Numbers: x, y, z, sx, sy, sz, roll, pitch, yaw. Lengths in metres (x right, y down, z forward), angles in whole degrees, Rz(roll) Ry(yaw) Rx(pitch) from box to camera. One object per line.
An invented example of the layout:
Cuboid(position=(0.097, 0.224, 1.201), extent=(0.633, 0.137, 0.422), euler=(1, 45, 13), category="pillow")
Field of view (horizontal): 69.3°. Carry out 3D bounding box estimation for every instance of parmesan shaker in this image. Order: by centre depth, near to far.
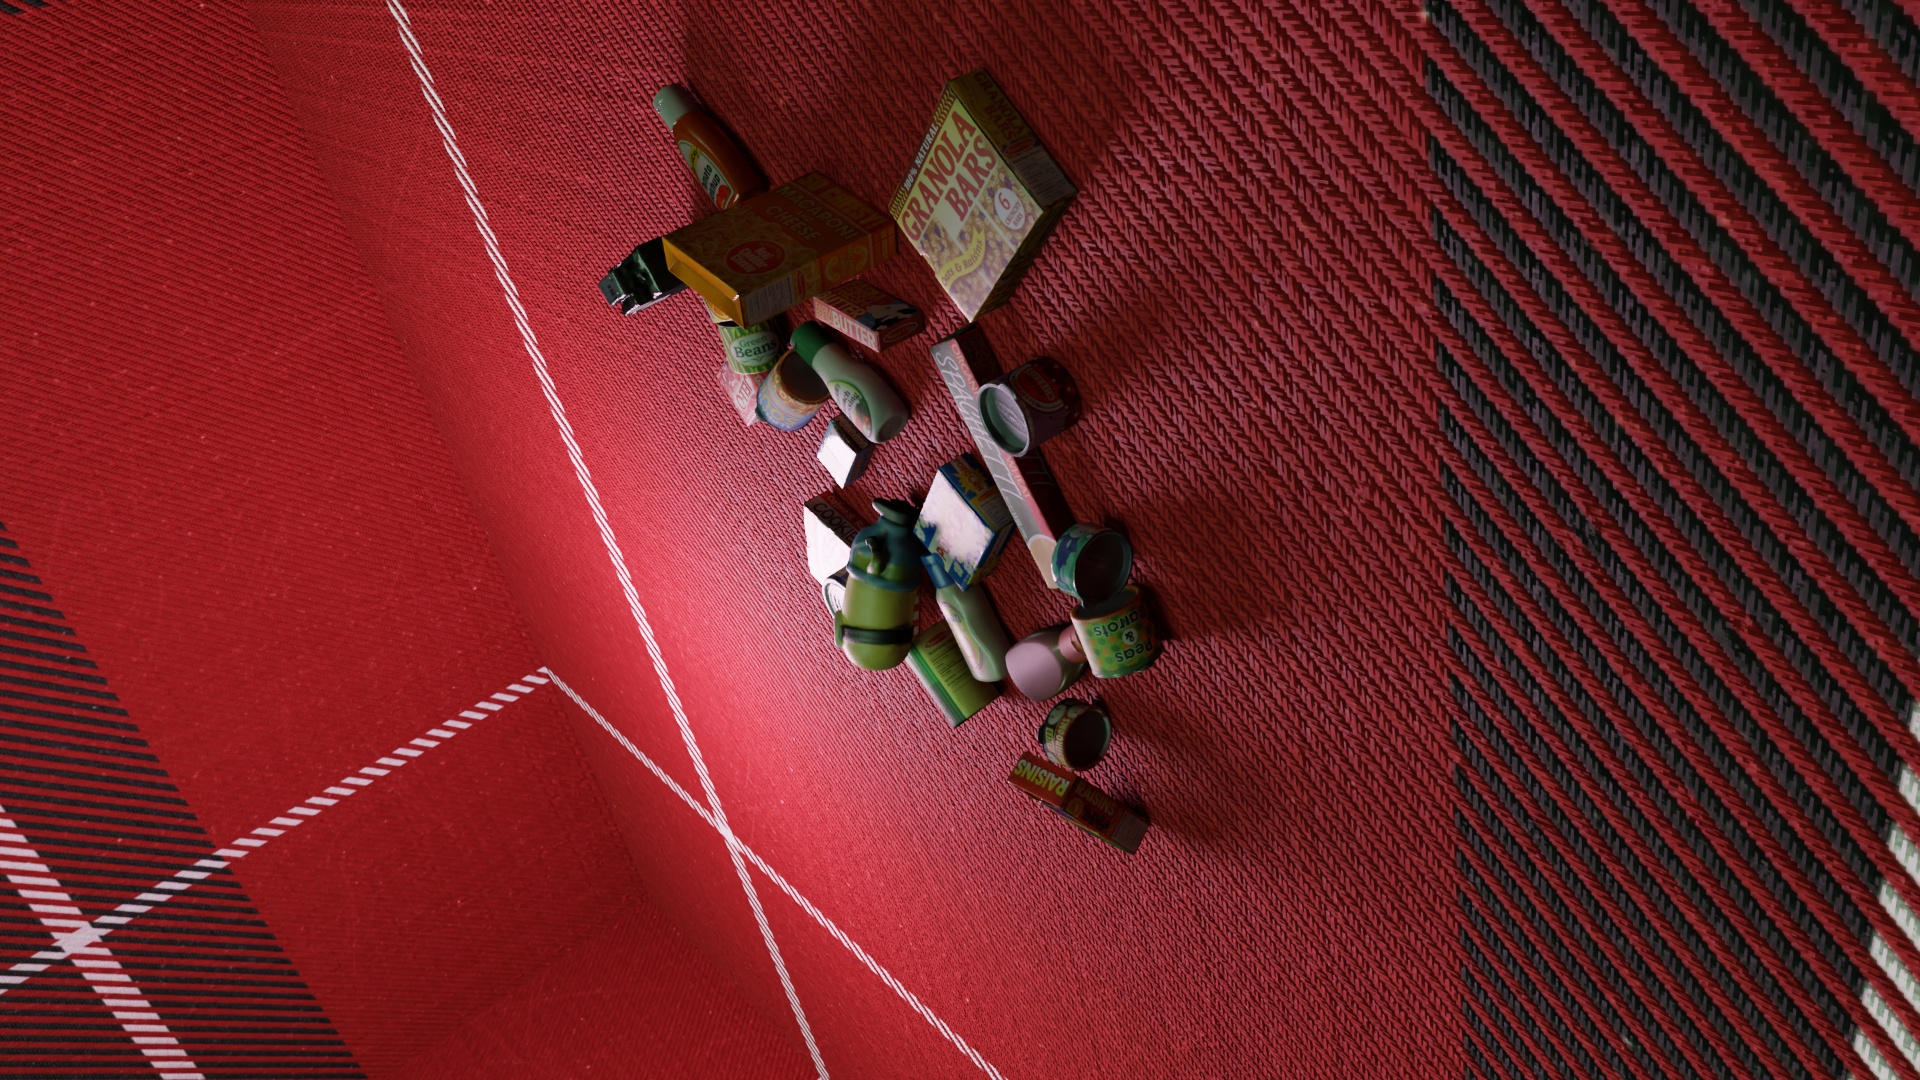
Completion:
Cuboid(position=(-0.013, 0.145, 1.503), extent=(0.103, 0.071, 0.071), euler=(54, 152, 8), category="parmesan shaker")

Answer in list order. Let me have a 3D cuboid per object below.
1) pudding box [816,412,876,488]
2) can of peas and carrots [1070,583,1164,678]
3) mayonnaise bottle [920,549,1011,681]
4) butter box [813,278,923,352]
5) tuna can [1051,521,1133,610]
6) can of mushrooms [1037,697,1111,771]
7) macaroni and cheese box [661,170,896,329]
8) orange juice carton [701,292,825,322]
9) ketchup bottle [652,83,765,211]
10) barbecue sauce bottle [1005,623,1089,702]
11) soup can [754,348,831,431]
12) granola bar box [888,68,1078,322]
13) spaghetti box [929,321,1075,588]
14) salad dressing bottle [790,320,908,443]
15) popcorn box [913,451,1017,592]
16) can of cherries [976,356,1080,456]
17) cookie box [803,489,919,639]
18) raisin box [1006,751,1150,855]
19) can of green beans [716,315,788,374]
Cuboid(position=(-0.123, -0.098, 1.485), extent=(0.050, 0.030, 0.083), euler=(52, 152, 11), category="pudding box")
Cuboid(position=(0.135, 0.078, 1.194), extent=(0.071, 0.071, 0.058), euler=(2, 119, 58), category="can of peas and carrots")
Cuboid(position=(0.007, 0.073, 1.431), extent=(0.064, 0.041, 0.148), euler=(-7, 112, 62), category="mayonnaise bottle")
Cuboid(position=(-0.086, -0.209, 1.286), extent=(0.104, 0.053, 0.024), euler=(33, 141, 40), category="butter box")
Cuboid(position=(0.110, 0.021, 1.176), extent=(0.033, 0.071, 0.070), euler=(22, 136, 51), category="tuna can")
Cuboid(position=(0.111, 0.188, 1.343), extent=(0.033, 0.071, 0.070), euler=(15, 130, 51), category="can of mushrooms")
Cuboid(position=(-0.159, -0.260, 1.231), extent=(0.124, 0.167, 0.040), euler=(39, 147, 33), category="macaroni and cheese box")
Cuboid(position=(-0.193, -0.269, 1.382), extent=(0.192, 0.073, 0.071), euler=(6, 122, 56), category="orange juice carton")
Cuboid(position=(-0.253, -0.390, 1.391), extent=(0.149, 0.044, 0.064), euler=(55, 153, 9), category="ketchup bottle")
Cuboid(position=(0.094, 0.109, 1.320), extent=(0.065, 0.044, 0.148), euler=(56, 152, 5), category="barbecue sauce bottle")
Cuboid(position=(-0.175, -0.158, 1.465), extent=(0.071, 0.071, 0.083), euler=(58, 152, 1), category="soup can")
Cuboid(position=(0.012, -0.264, 1.084), extent=(0.124, 0.039, 0.165), euler=(55, 152, 8), category="granola bar box")
Cuboid(position=(0.048, -0.072, 1.231), extent=(0.050, 0.029, 0.249), euler=(-10, 109, 60), category="spaghetti box")
Cuboid(position=(-0.113, -0.161, 1.390), extent=(0.148, 0.044, 0.064), euler=(47, 152, 22), category="salad dressing bottle")
Cuboid(position=(0.005, -0.017, 1.347), extent=(0.085, 0.038, 0.126), euler=(50, 151, 15), category="popcorn box")
Cuboid(position=(0.057, -0.112, 1.142), extent=(0.071, 0.058, 0.071), euler=(40, 147, 33), category="can of cherries")
Cuboid(position=(-0.115, 0.036, 1.596), extent=(0.168, 0.040, 0.122), euler=(41, 148, 30), category="cookie box")
Cuboid(position=(0.117, 0.261, 1.378), extent=(0.123, 0.040, 0.086), euler=(38, 167, -35), category="raisin box")
Cuboid(position=(-0.223, -0.218, 1.489), extent=(0.071, 0.071, 0.057), euler=(27, 139, 46), category="can of green beans")
